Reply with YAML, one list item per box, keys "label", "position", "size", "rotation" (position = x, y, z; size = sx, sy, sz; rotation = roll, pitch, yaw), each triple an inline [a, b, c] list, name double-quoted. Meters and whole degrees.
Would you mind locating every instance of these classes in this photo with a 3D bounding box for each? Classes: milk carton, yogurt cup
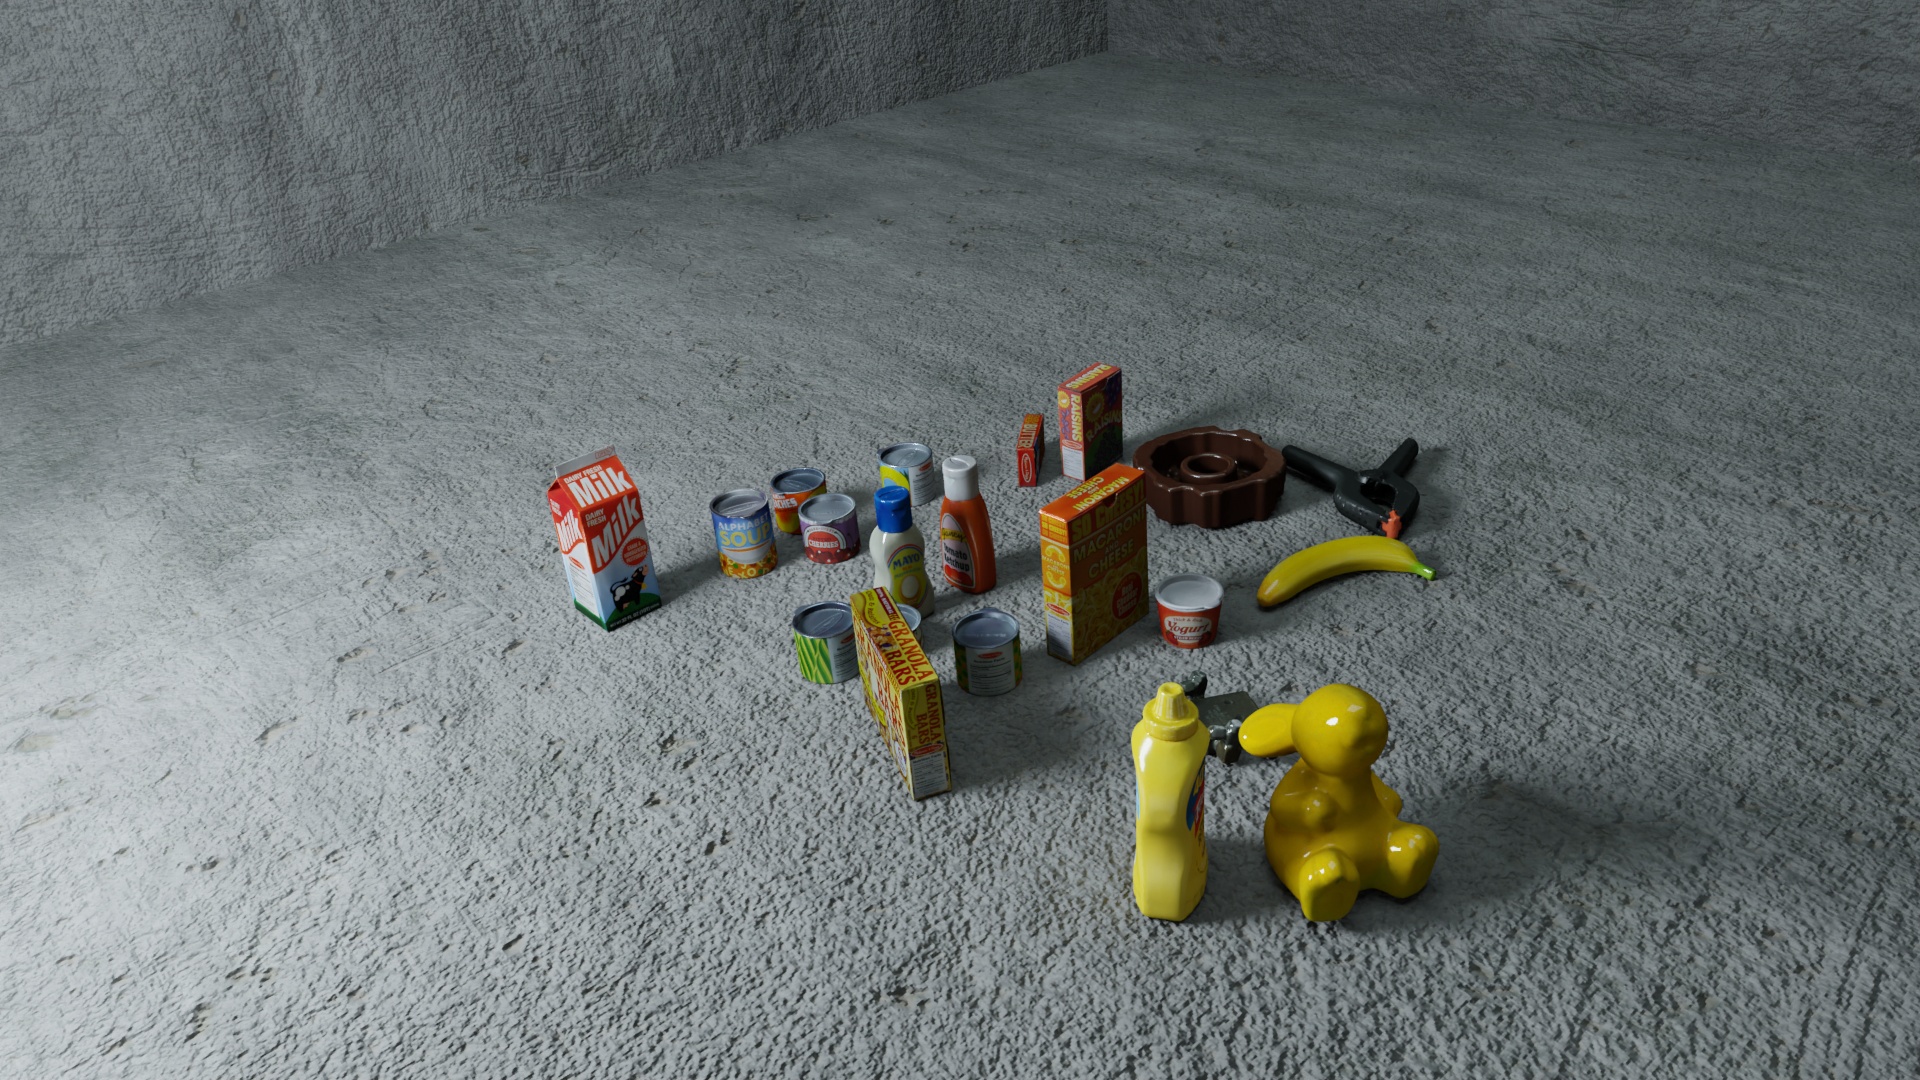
- label: "milk carton"
  position: [-0.384, -0.007, 1.488]
  size: [0.072, 0.189, 0.073]
  rotation: [-28, 37, -34]
- label: "yogurt cup"
  position: [0.229, 0.072, 1.393]
  size: [0.072, 0.053, 0.073]
  rotation: [-4, 30, 2]

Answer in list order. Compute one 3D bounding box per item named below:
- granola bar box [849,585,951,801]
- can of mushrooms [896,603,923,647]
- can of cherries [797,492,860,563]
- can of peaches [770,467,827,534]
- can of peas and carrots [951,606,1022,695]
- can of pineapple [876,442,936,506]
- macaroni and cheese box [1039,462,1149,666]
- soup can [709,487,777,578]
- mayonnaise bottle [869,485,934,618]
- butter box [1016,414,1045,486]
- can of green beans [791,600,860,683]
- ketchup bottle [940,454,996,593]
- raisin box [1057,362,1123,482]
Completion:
- label: "granola bar box"
  position: [-0.055, 0.135, 1.258]
  size: [0.039, 0.123, 0.166]
  rotation: [-14, 31, -14]
- label: "can of mushrooms"
  position: [-0.073, 0.096, 1.417]
  size: [0.071, 0.033, 0.071]
  rotation: [-4, 30, 2]
- label: "can of cherries"
  position: [-0.151, -0.013, 1.592]
  size: [0.071, 0.058, 0.072]
  rotation: [-4, 30, 2]
- label: "can of peaches"
  position: [-0.192, -0.046, 1.657]
  size: [0.071, 0.057, 0.071]
  rotation: [-4, 30, 2]
- label: "can of peas and carrots"
  position: [0.027, 0.108, 1.357]
  size: [0.071, 0.058, 0.071]
  rotation: [-4, 30, 2]
- label: "can of pineapple"
  position: [-0.066, -0.081, 1.697]
  size: [0.071, 0.057, 0.071]
  rotation: [-4, 30, 2]
- label: "macaroni and cheese box"
  position: [0.136, 0.023, 1.380]
  size: [0.040, 0.165, 0.124]
  rotation: [22, 40, 39]
- label: "soup can"
  position: [-0.244, -0.007, 1.571]
  size: [0.071, 0.083, 0.072]
  rotation: [-4, 30, 2]
- label: "mayonnaise bottle"
  position: [-0.064, 0.016, 1.441]
  size: [0.065, 0.147, 0.041]
  rotation: [-19, 32, -22]
- label: "butter box"
  position: [0.088, -0.113, 1.734]
  size: [0.024, 0.053, 0.104]
  rotation: [1, 31, 10]
- label: "can of green beans"
  position: [-0.132, 0.102, 1.393]
  size: [0.071, 0.057, 0.071]
  rotation: [-4, 30, 2]
- label: "ketchup bottle"
  position: [0.005, -0.019, 1.489]
  size: [0.044, 0.148, 0.065]
  rotation: [-28, 37, -35]
- label: "raisin box"
  position: [0.161, -0.146, 1.710]
  size: [0.040, 0.122, 0.086]
  rotation: [20, 38, 37]
